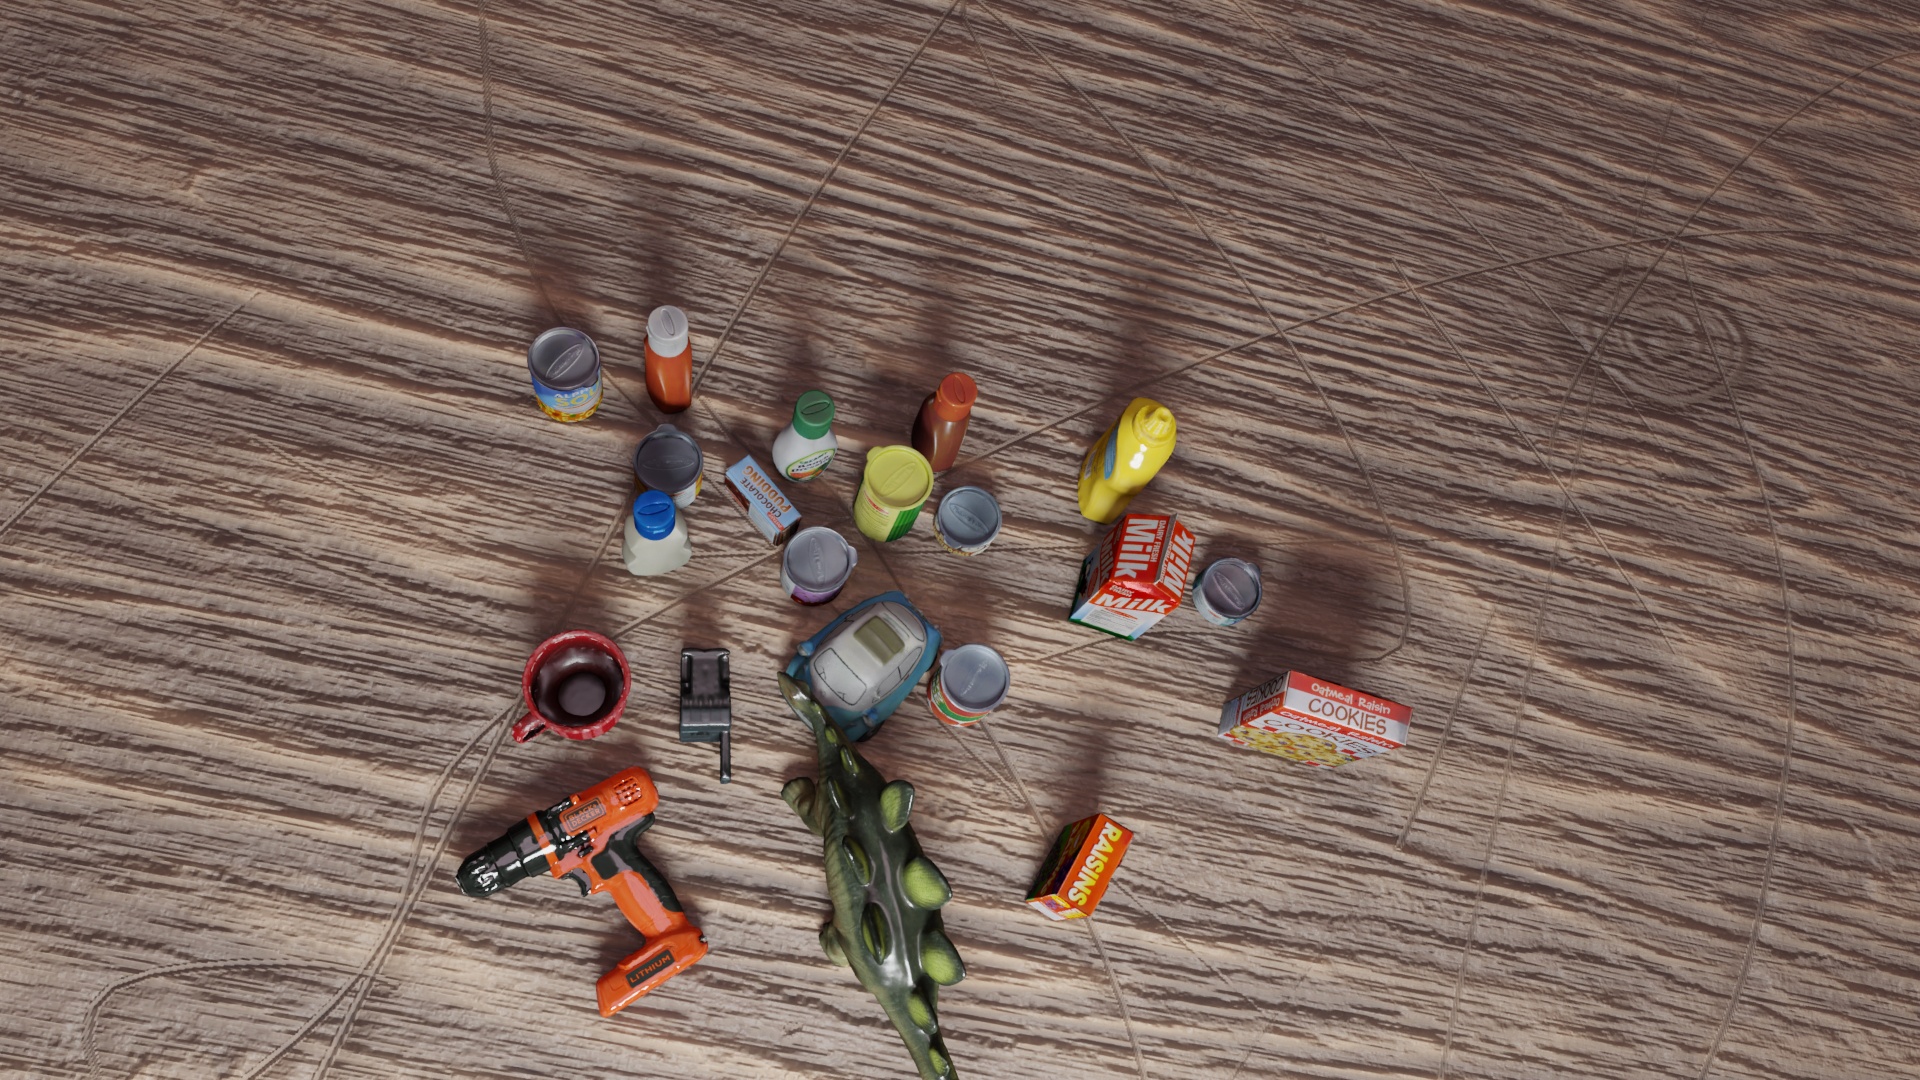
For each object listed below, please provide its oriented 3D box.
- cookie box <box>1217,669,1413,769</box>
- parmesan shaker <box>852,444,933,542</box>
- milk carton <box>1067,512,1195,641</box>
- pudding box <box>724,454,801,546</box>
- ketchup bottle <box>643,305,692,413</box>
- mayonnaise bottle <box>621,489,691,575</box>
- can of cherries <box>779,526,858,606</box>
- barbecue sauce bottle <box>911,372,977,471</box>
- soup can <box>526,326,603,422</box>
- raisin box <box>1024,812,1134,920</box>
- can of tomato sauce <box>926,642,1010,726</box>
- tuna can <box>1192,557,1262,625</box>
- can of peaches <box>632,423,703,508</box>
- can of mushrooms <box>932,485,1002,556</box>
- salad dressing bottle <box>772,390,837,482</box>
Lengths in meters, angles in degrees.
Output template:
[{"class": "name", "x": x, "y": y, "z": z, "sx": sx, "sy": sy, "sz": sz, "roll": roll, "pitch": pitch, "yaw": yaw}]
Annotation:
[{"class": "cookie box", "x": 0.338, "y": 0.174, "z": 1.338, "sx": 0.123, "sy": 0.167, "sz": 0.040, "roll": 17, "pitch": 70, "yaw": -6}, {"class": "parmesan shaker", "x": -0.069, "y": -0.047, "z": 1.363, "sx": 0.071, "sy": 0.102, "sz": 0.071, "roll": 3, "pitch": 72, "yaw": -10}, {"class": "milk carton", "x": 0.169, "y": 0.033, "z": 1.338, "sx": 0.073, "sy": 0.190, "sz": 0.072, "roll": 19, "pitch": 70, "yaw": -5}, {"class": "pudding box", "x": -0.195, "y": -0.039, "z": 1.363, "sx": 0.030, "sy": 0.049, "sz": 0.084, "roll": -39, "pitch": 83, "yaw": -20}, {"class": "ketchup bottle", "x": -0.282, "y": -0.177, "z": 1.338, "sx": 0.043, "sy": 0.148, "sz": 0.065, "roll": -18, "pitch": 77, "yaw": -16}, {"class": "mayonnaise bottle", "x": -0.281, "y": -0.007, "z": 1.283, "sx": 0.065, "sy": 0.147, "sz": 0.041, "roll": -13, "pitch": 76, "yaw": -15}, {"class": "can of cherries", "x": -0.138, "y": 0.027, "z": 1.349, "sx": 0.071, "sy": 0.058, "sz": 0.071, "roll": 3, "pitch": 72, "yaw": -10}, {"class": "barbecue sauce bottle", "x": -0.016, "y": -0.120, "z": 1.373, "sx": 0.044, "sy": 0.148, "sz": 0.065, "roll": -9, "pitch": 75, "yaw": -14}, {"class": "soup can", "x": -0.380, "y": -0.157, "z": 1.346, "sx": 0.071, "sy": 0.083, "sz": 0.071, "roll": 3, "pitch": 72, "yaw": -10}, {"class": "raisin box", "x": 0.108, "y": 0.301, "z": 1.274, "sx": 0.040, "sy": 0.123, "sz": 0.086, "roll": 33, "pitch": 69, "yaw": 0}, {"class": "can of tomato sauce", "x": 0.005, "y": 0.139, "z": 1.328, "sx": 0.071, "sy": 0.082, "sz": 0.071, "roll": 3, "pitch": 72, "yaw": -10}, {"class": "tuna can", "x": 0.277, "y": 0.052, "z": 1.438, "sx": 0.071, "sy": 0.032, "sz": 0.071, "roll": 3, "pitch": 72, "yaw": -10}, {"class": "can of peaches", "x": -0.284, "y": -0.070, "z": 1.351, "sx": 0.071, "sy": 0.058, "sz": 0.071, "roll": 3, "pitch": 72, "yaw": -10}, {"class": "can of mushrooms", "x": 0.005, "y": -0.018, "z": 1.405, "sx": 0.071, "sy": 0.033, "sz": 0.071, "roll": 3, "pitch": 72, "yaw": -10}, {"class": "salad dressing bottle", "x": -0.147, "y": -0.101, "z": 1.341, "sx": 0.064, "sy": 0.147, "sz": 0.044, "roll": -20, "pitch": 78, "yaw": -17}]
